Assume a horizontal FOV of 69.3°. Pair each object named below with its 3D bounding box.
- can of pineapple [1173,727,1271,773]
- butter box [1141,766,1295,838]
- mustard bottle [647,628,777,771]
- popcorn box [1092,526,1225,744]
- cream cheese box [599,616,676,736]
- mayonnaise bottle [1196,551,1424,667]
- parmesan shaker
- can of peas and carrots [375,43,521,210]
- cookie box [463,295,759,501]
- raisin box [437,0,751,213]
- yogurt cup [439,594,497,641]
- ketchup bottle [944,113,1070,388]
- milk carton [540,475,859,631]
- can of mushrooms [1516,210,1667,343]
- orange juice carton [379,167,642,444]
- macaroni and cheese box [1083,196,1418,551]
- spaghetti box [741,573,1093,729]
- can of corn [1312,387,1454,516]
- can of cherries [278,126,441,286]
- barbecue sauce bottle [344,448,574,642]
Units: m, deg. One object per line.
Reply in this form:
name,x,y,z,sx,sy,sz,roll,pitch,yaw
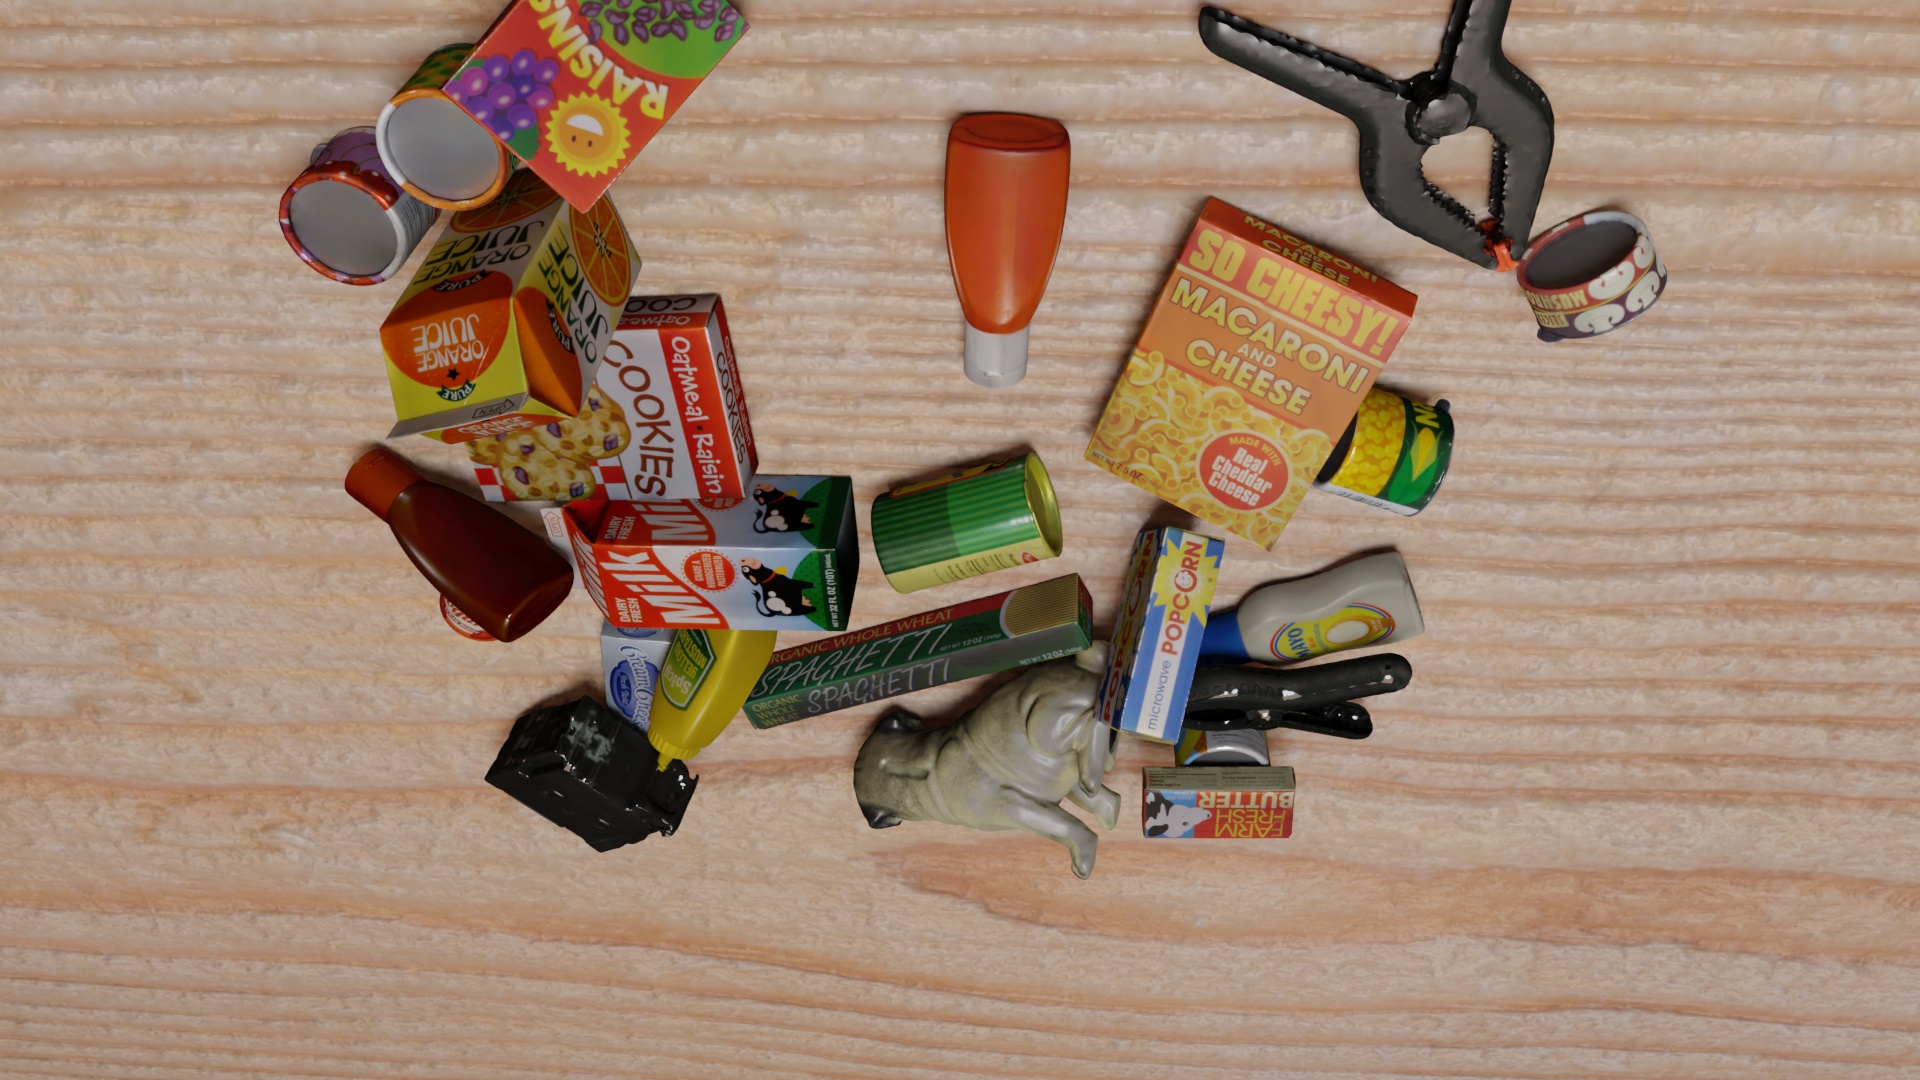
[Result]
can of pineapple,0.183,0.147,0.980,0.071,0.058,0.070,2,131,2
butter box,0.176,0.180,0.952,0.103,0.024,0.052,-1,130,4
mustard bottle,-0.177,0.101,0.945,0.049,0.065,0.159,3,124,-45
popcorn box,0.120,0.057,0.851,0.038,0.085,0.126,15,86,-4
cream cheese box,-0.226,0.098,0.992,0.053,0.024,0.103,5,131,-2
mayonnaise bottle,0.222,0.053,0.909,0.148,0.041,0.064,-18,132,19
parmesan shaker,0.003,-0.011,0.853,0.103,0.072,0.071,-14,128,16
can of peas and carrots,-0.253,-0.211,0.710,0.071,0.059,0.070,2,131,3
cookie box,-0.215,-0.083,0.828,0.167,0.040,0.122,-1,130,6
raisin box,-0.174,-0.231,0.664,0.086,0.040,0.123,41,90,-28
yogurt cup,-0.309,0.031,0.916,0.072,0.073,0.053,27,135,-17
ketchup bottle,0.022,-0.152,0.749,0.065,0.044,0.148,4,131,2
milk carton,-0.164,0.007,0.878,0.191,0.074,0.072,1,130,4
can of mushrooms,0.326,-0.137,0.723,0.071,0.071,0.033,-26,123,24
orange juice carton,-0.227,-0.114,0.701,0.072,0.194,0.072,-10,130,11
macaroni and cheese box,0.157,-0.090,0.774,0.124,0.040,0.165,27,128,5
spaghetti box,-0.032,0.078,0.943,0.250,0.050,0.028,-15,126,17
can of corn,0.242,-0.055,0.801,0.058,0.071,0.070,15,130,-8
can of cherries,-0.322,-0.179,0.742,0.071,0.059,0.071,2,130,2
barbecue sauce bottle,-0.316,-0.002,0.865,0.148,0.065,0.043,36,139,9
